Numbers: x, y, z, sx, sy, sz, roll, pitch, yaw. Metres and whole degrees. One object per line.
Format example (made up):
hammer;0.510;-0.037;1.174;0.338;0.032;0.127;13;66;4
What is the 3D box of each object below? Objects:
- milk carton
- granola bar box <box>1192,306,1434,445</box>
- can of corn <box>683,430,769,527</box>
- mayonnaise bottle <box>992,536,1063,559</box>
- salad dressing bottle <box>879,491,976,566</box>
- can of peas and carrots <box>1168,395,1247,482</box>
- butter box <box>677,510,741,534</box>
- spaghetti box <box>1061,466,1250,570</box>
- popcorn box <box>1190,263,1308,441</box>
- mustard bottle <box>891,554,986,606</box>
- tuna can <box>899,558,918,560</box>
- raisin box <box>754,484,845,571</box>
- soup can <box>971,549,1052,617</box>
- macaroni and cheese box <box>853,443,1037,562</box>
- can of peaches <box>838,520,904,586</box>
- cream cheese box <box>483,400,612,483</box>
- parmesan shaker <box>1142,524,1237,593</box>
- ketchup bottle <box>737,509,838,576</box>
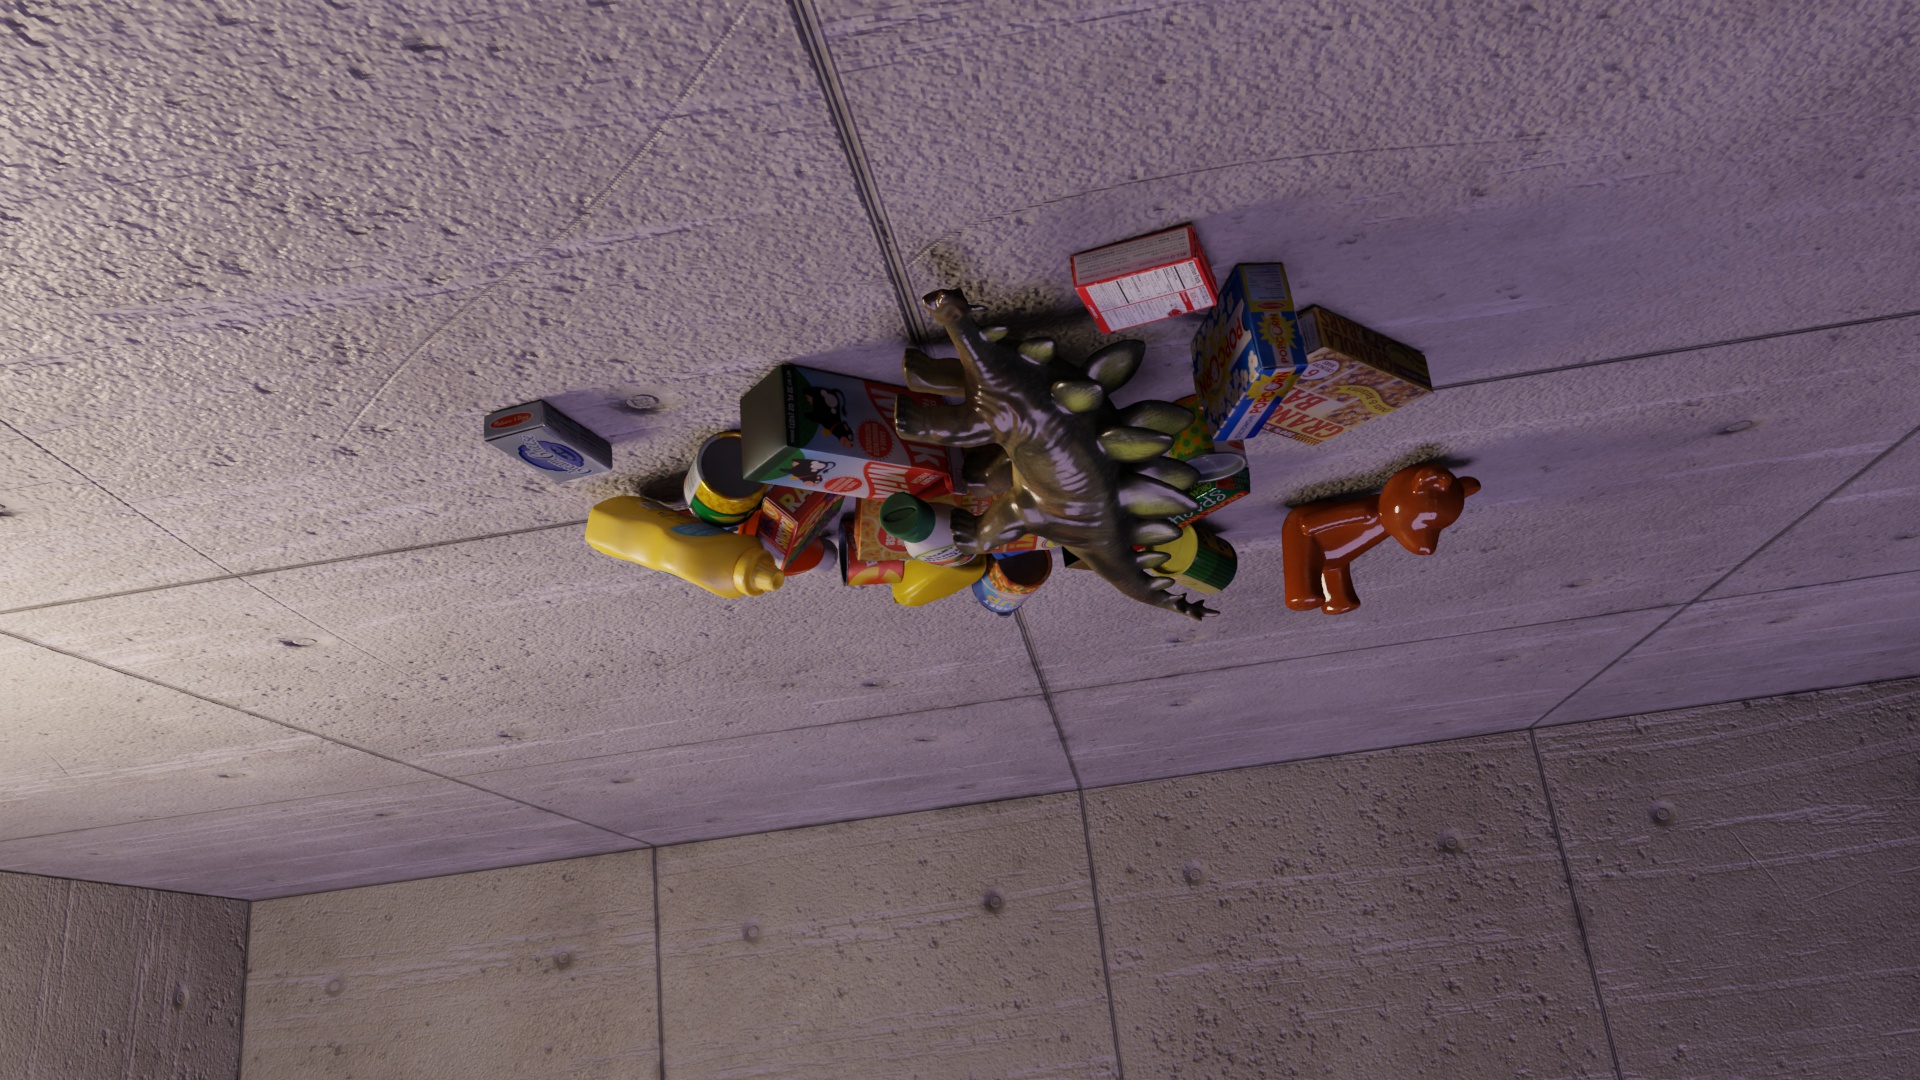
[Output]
milk carton;-0.076;-0.081;1.123;0.191;0.072;0.073;7;157;-35
granola bar box;0.293;-0.132;1.153;0.166;0.039;0.124;11;153;-42
can of corn;-0.193;-0.051;1.173;0.071;0.071;0.058;1;158;-21
mayonnaise bottle;0.101;-0.015;1.412;0.148;0.041;0.064;-16;160;22
salad dressing bottle;-0.026;-0.010;1.164;0.064;0.044;0.147;-17;166;15
can of peas and carrots;0.212;-0.089;1.219;0.071;0.059;0.070;-5;160;-2
butter box;-0.255;-0.010;1.332;0.103;0.024;0.053;-8;161;4
spaghetti box;0.199;-0.021;1.448;0.050;0.029;0.249;6;157;-34
popcorn box;0.213;-0.138;1.040;0.038;0.085;0.126;-5;160;-9
mustard bottle;-0.035;0.039;1.509;0.065;0.049;0.159;7;157;-33
tuna can;-0.043;-0.011;1.332;0.033;0.071;0.070;-1;159;-13
raisin box;-0.137;-0.033;1.221;0.086;0.040;0.123;-48;176;-24
soup can;0.056;0.037;1.500;0.071;0.071;0.083;0;159;-18
macaroni and cheese box;-0.009;-0.041;1.247;0.167;0.040;0.123;-4;137;-11
can of peaches;-0.089;0.011;1.384;0.058;0.071;0.071;-3;160;-12
cream cheese box;-0.329;-0.078;1.117;0.053;0.024;0.103;-12;160;15
parmesan shaker;0.250;0.016;1.520;0.071;0.071;0.103;-20;157;31
ketchup bottle;-0.165;0.006;1.357;0.043;0.065;0.149;1;172;20
